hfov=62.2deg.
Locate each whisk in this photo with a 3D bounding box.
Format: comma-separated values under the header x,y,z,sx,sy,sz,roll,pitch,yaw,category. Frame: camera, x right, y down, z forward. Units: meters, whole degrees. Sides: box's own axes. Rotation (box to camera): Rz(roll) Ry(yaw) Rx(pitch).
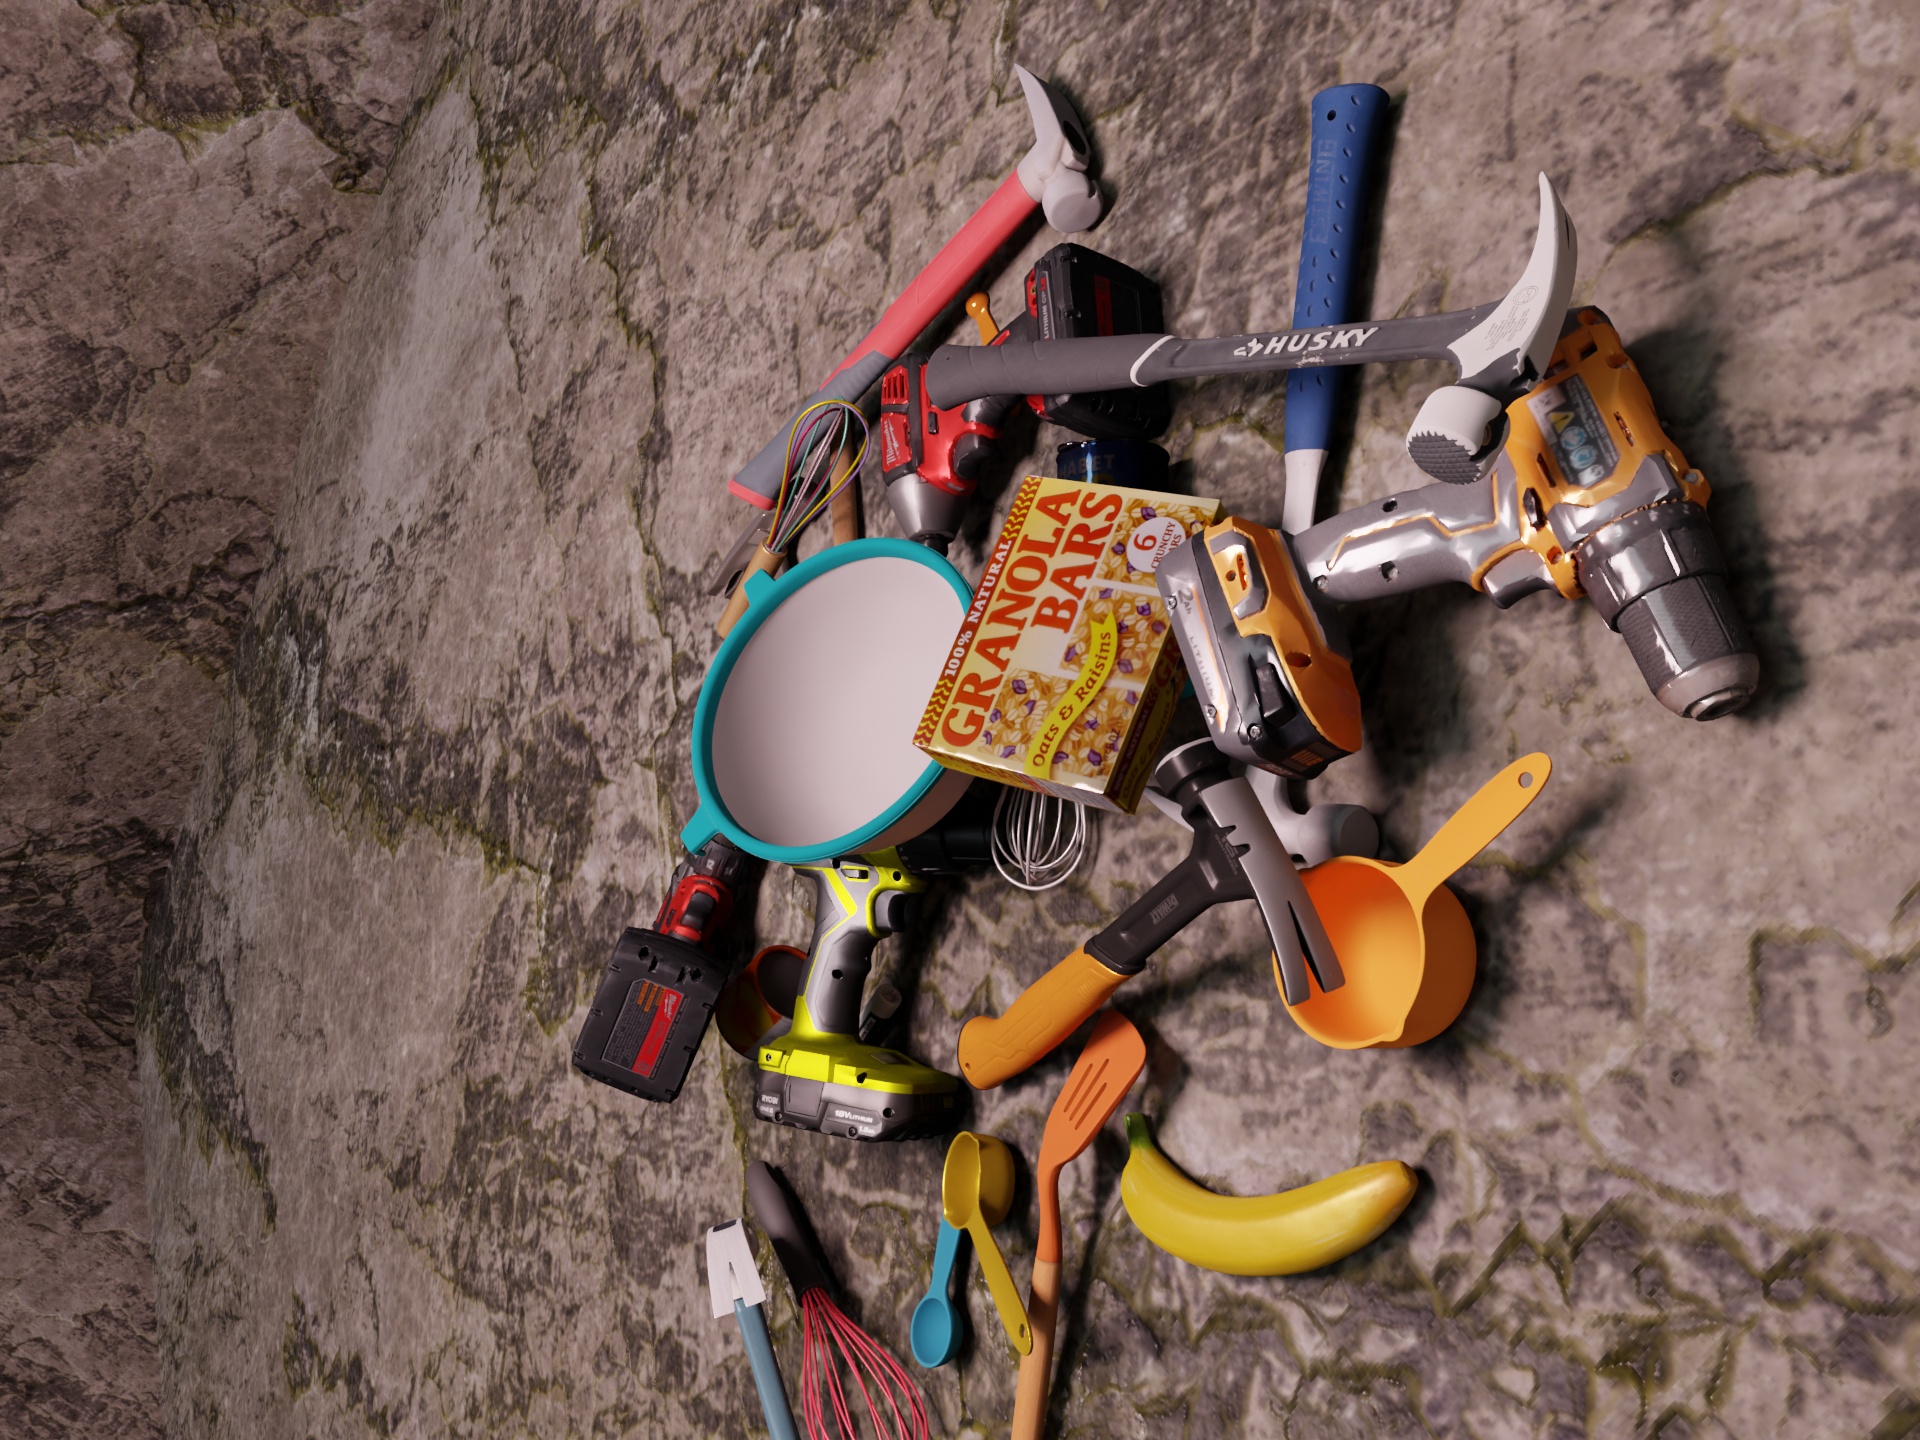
x,y,z,sx,sy,sz,roll,pitch,yaw,category
-0.091,0.395,1.054,0.296,0.073,0.073,49,121,53,whisk
0.056,-0.020,0.965,0.059,0.057,0.246,2,77,19,whisk
-0.134,-0.147,1.184,0.051,0.047,0.245,60,135,26,whisk

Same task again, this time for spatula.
x,y,z,sx,sy,sz,roll,pitch,yaw,category
0.056,0.324,0.890,0.081,0.041,0.322,-145,61,-78,spatula
-0.087,-0.127,1.182,0.082,0.044,0.318,-12,65,14,spatula

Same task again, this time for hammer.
x,y,z,sx,sy,sz,roll,pitch,yaw,category
-0.104,0.482,1.012,0.128,0.033,0.331,96,155,-69,hammer
0.115,-0.187,0.798,0.409,0.036,0.149,12,64,51,hammer
-0.051,-0.291,1.149,0.386,0.038,0.143,-39,50,35,hammer
-0.123,-0.008,1.210,0.149,0.036,0.359,-45,48,38,hammer
0.076,0.140,0.842,0.127,0.034,0.336,64,148,18,hammer
0.175,-0.129,0.835,0.144,0.035,0.405,3,84,54,hammer

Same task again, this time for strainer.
x,y,z,sx,sy,sz,roll,pitch,yaw,category
-0.001,-0.003,0.943,0.340,0.095,0.211,-4,64,32,strainer

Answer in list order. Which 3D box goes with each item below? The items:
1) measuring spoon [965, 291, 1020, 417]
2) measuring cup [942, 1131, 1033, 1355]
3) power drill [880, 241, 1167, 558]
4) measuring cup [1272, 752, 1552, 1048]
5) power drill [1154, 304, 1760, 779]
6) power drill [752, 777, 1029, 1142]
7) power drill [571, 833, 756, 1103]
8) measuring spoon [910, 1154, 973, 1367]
x,y,z,sx,sy,sz,roll,pitch,yaw,category
0.021,-0.253,1.093,0.021,0.011,0.117,-44,49,39,measuring spoon
0.025,0.301,0.915,0.157,0.029,0.062,-120,45,-57,measuring cup
0.026,-0.195,1.015,0.219,0.078,0.143,-22,64,49,power drill
0.217,0.079,0.717,0.173,0.052,0.095,-53,44,29,measuring cup
0.215,-0.050,0.699,0.226,0.084,0.185,-29,62,27,power drill
-0.048,0.148,1.023,0.191,0.080,0.228,1,82,35,power drill
-0.200,0.153,1.178,0.227,0.080,0.188,-81,15,-71,power drill
-0.002,0.334,0.986,0.042,0.021,0.129,-6,68,55,measuring spoon
